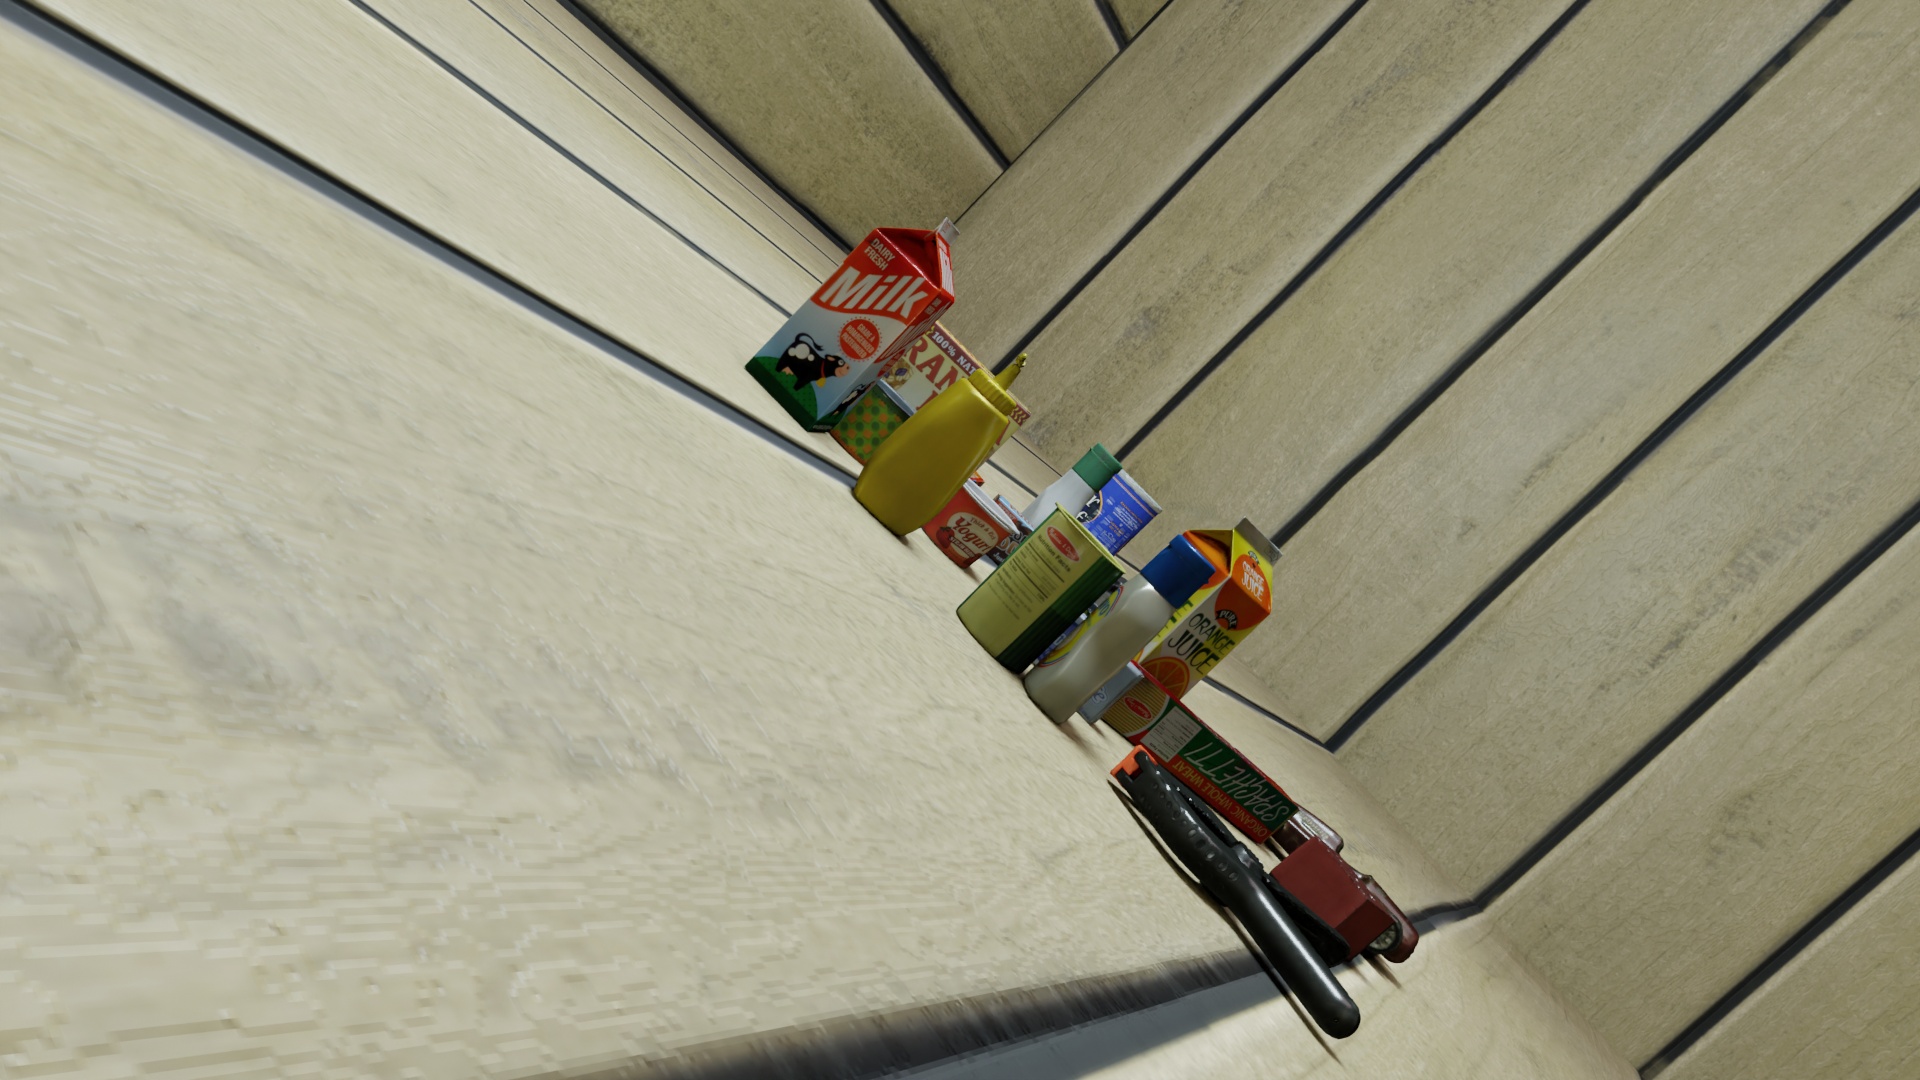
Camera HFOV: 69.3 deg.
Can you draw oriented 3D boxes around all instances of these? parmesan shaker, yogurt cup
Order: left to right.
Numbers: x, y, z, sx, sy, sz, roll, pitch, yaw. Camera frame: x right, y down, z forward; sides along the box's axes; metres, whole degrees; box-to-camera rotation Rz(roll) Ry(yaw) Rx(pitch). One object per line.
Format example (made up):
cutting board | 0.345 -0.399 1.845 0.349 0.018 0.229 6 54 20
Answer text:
yogurt cup | 0.004 -0.014 1.140 0.072 0.054 0.072 44 7 -7
parmesan shaker | 0.054 0.033 0.966 0.071 0.103 0.071 44 7 -7

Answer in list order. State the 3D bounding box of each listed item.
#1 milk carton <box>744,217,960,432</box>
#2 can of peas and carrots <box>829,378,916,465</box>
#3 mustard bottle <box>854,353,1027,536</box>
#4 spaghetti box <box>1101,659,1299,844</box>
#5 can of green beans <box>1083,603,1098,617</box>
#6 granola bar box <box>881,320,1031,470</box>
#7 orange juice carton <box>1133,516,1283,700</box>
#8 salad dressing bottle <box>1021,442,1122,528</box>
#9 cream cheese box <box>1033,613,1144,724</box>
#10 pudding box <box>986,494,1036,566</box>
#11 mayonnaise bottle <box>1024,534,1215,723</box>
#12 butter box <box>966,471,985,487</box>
milk carton | -0.071 -0.176 1.085 0.073 0.190 0.072 46 7 4
can of peas and carrots | -0.076 -0.102 1.163 0.071 0.058 0.071 44 7 -7
mustard bottle | -0.006 -0.076 1.012 0.065 0.160 0.049 43 7 -13
spaghetti box | 0.193 0.176 1.148 0.249 0.050 0.029 40 9 -32
can of green beans | 0.089 0.076 1.091 0.071 0.058 0.071 44 7 -7
granola bar box | -0.035 -0.130 1.281 0.165 0.124 0.039 42 8 -21
orange juice carton | 0.183 0.063 1.153 0.071 0.192 0.073 39 9 -40
salad dressing bottle | 0.099 -0.035 1.400 0.044 0.147 0.064 44 7 -5
cream cheese box | 0.082 0.083 1.042 0.104 0.053 0.024 47 7 14
pudding box | 0.050 0.002 1.314 0.083 0.049 0.030 44 7 -7
mayonnaise bottle | 0.108 0.059 0.945 0.041 0.148 0.065 45 7 -5
butter box | -0.009 -0.042 1.220 0.024 0.053 0.103 46 7 4
